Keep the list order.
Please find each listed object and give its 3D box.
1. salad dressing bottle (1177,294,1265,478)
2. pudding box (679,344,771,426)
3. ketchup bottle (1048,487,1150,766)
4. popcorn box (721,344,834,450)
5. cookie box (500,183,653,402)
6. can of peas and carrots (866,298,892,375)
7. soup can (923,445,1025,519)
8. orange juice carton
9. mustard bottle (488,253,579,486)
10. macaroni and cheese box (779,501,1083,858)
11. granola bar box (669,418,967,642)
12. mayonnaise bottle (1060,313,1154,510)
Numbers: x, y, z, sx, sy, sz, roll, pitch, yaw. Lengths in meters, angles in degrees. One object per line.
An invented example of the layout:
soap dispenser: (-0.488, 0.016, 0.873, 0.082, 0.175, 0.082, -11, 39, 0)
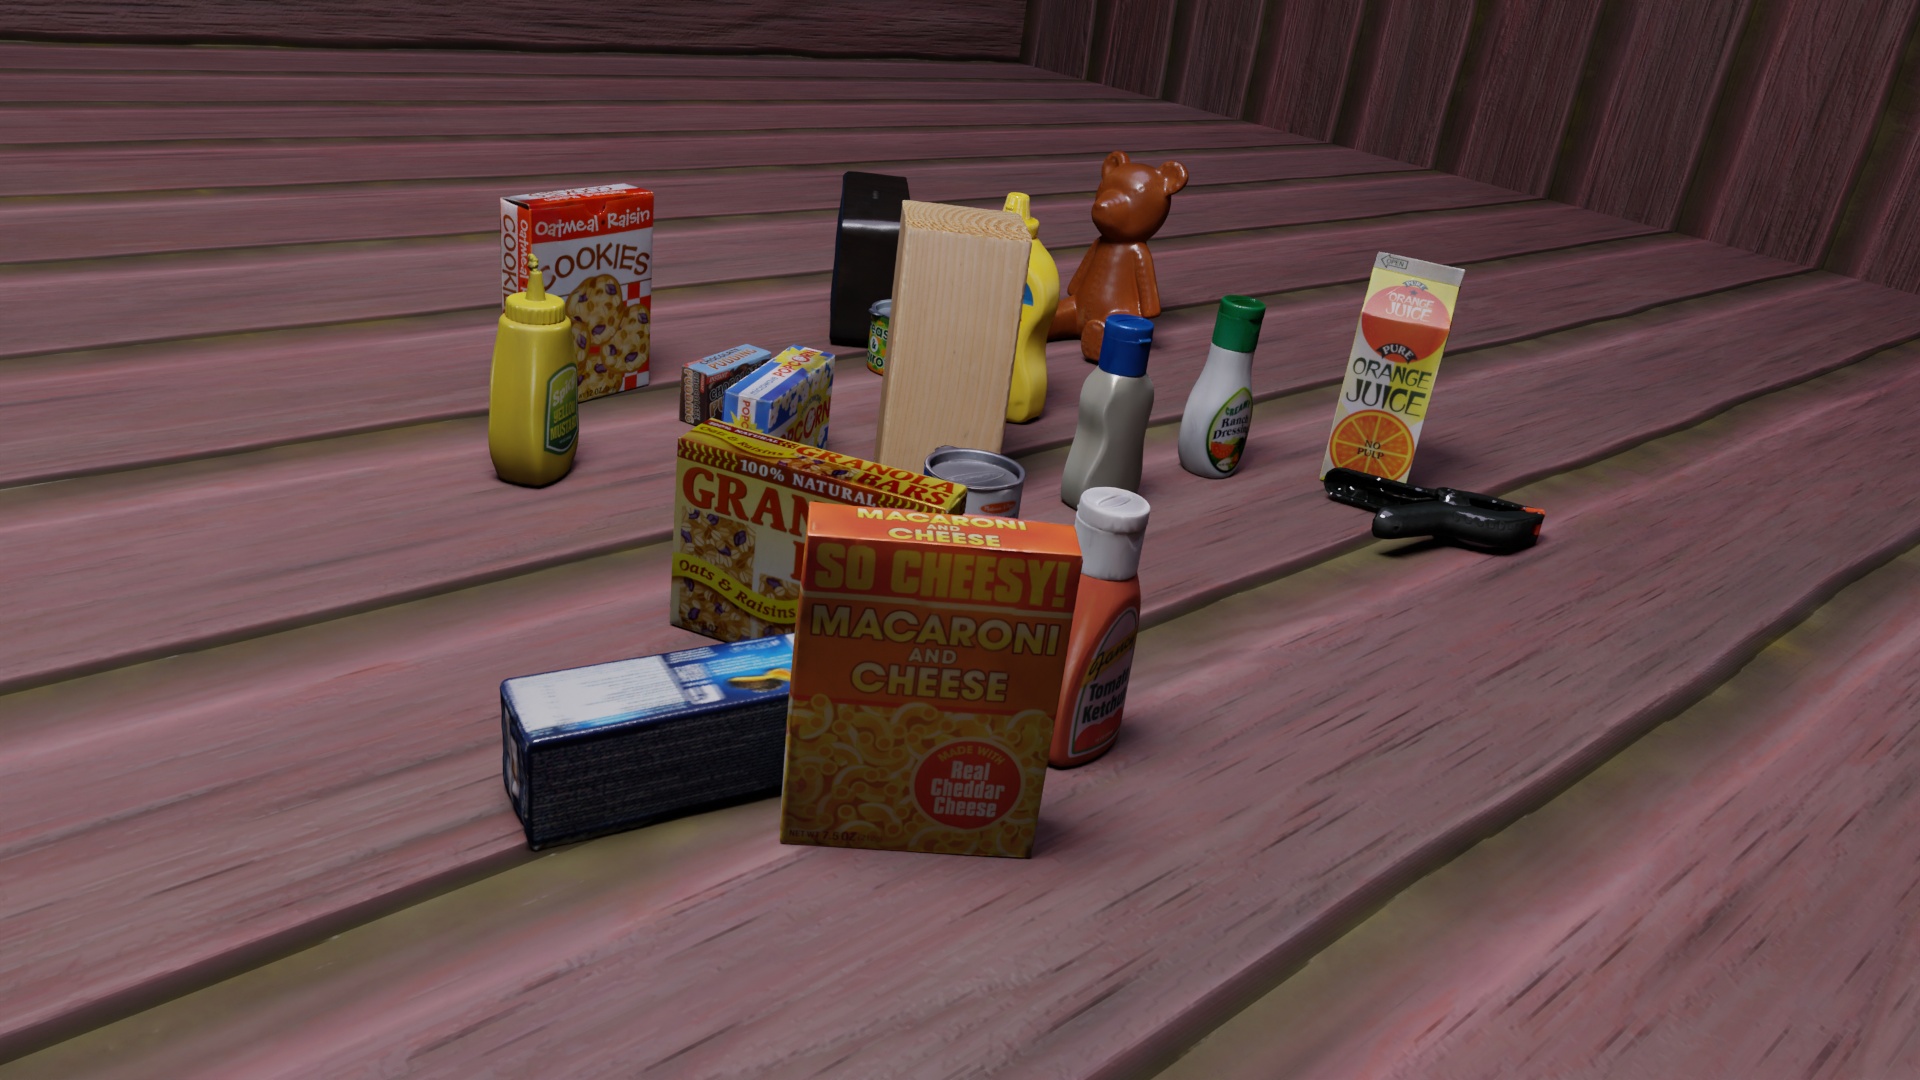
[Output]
salad dressing bottle: (0.217, -0.126, 1.142, 0.064, 0.147, 0.044, -12, 31, -36)
pudding box: (-0.193, -0.128, 1.142, 0.030, 0.049, 0.084, 20, 28, 25)
ketchup bottle: (0.069, 0.045, 0.741, 0.043, 0.148, 0.065, 26, 31, 34)
popcorn box: (-0.136, -0.086, 1.030, 0.038, 0.084, 0.127, 13, 26, 12)
cookie box: (-0.305, -0.196, 1.114, 0.040, 0.166, 0.123, 23, 29, 30)
can of peas and carrots: (-0.055, -0.187, 1.295, 0.071, 0.058, 0.071, 6, 25, -3)
soup can: (0.003, -0.011, 0.916, 0.071, 0.083, 0.071, 6, 25, -3)
orange juice carton: (0.361, -0.141, 1.161, 0.072, 0.191, 0.073, 15, 26, 15)
mustard bottle: (-0.296, -0.119, 0.966, 0.049, 0.159, 0.065, 13, 25, 10)
macaroni and cheese box: (-0.017, 0.067, 0.649, 0.124, 0.165, 0.040, 5, 25, -6)
granola bar box: (-0.084, 0.010, 0.799, 0.166, 0.123, 0.039, 16, 26, 16)
mayonnaise bottle: (0.115, -0.095, 1.048, 0.065, 0.147, 0.041, -12, 32, -36)
